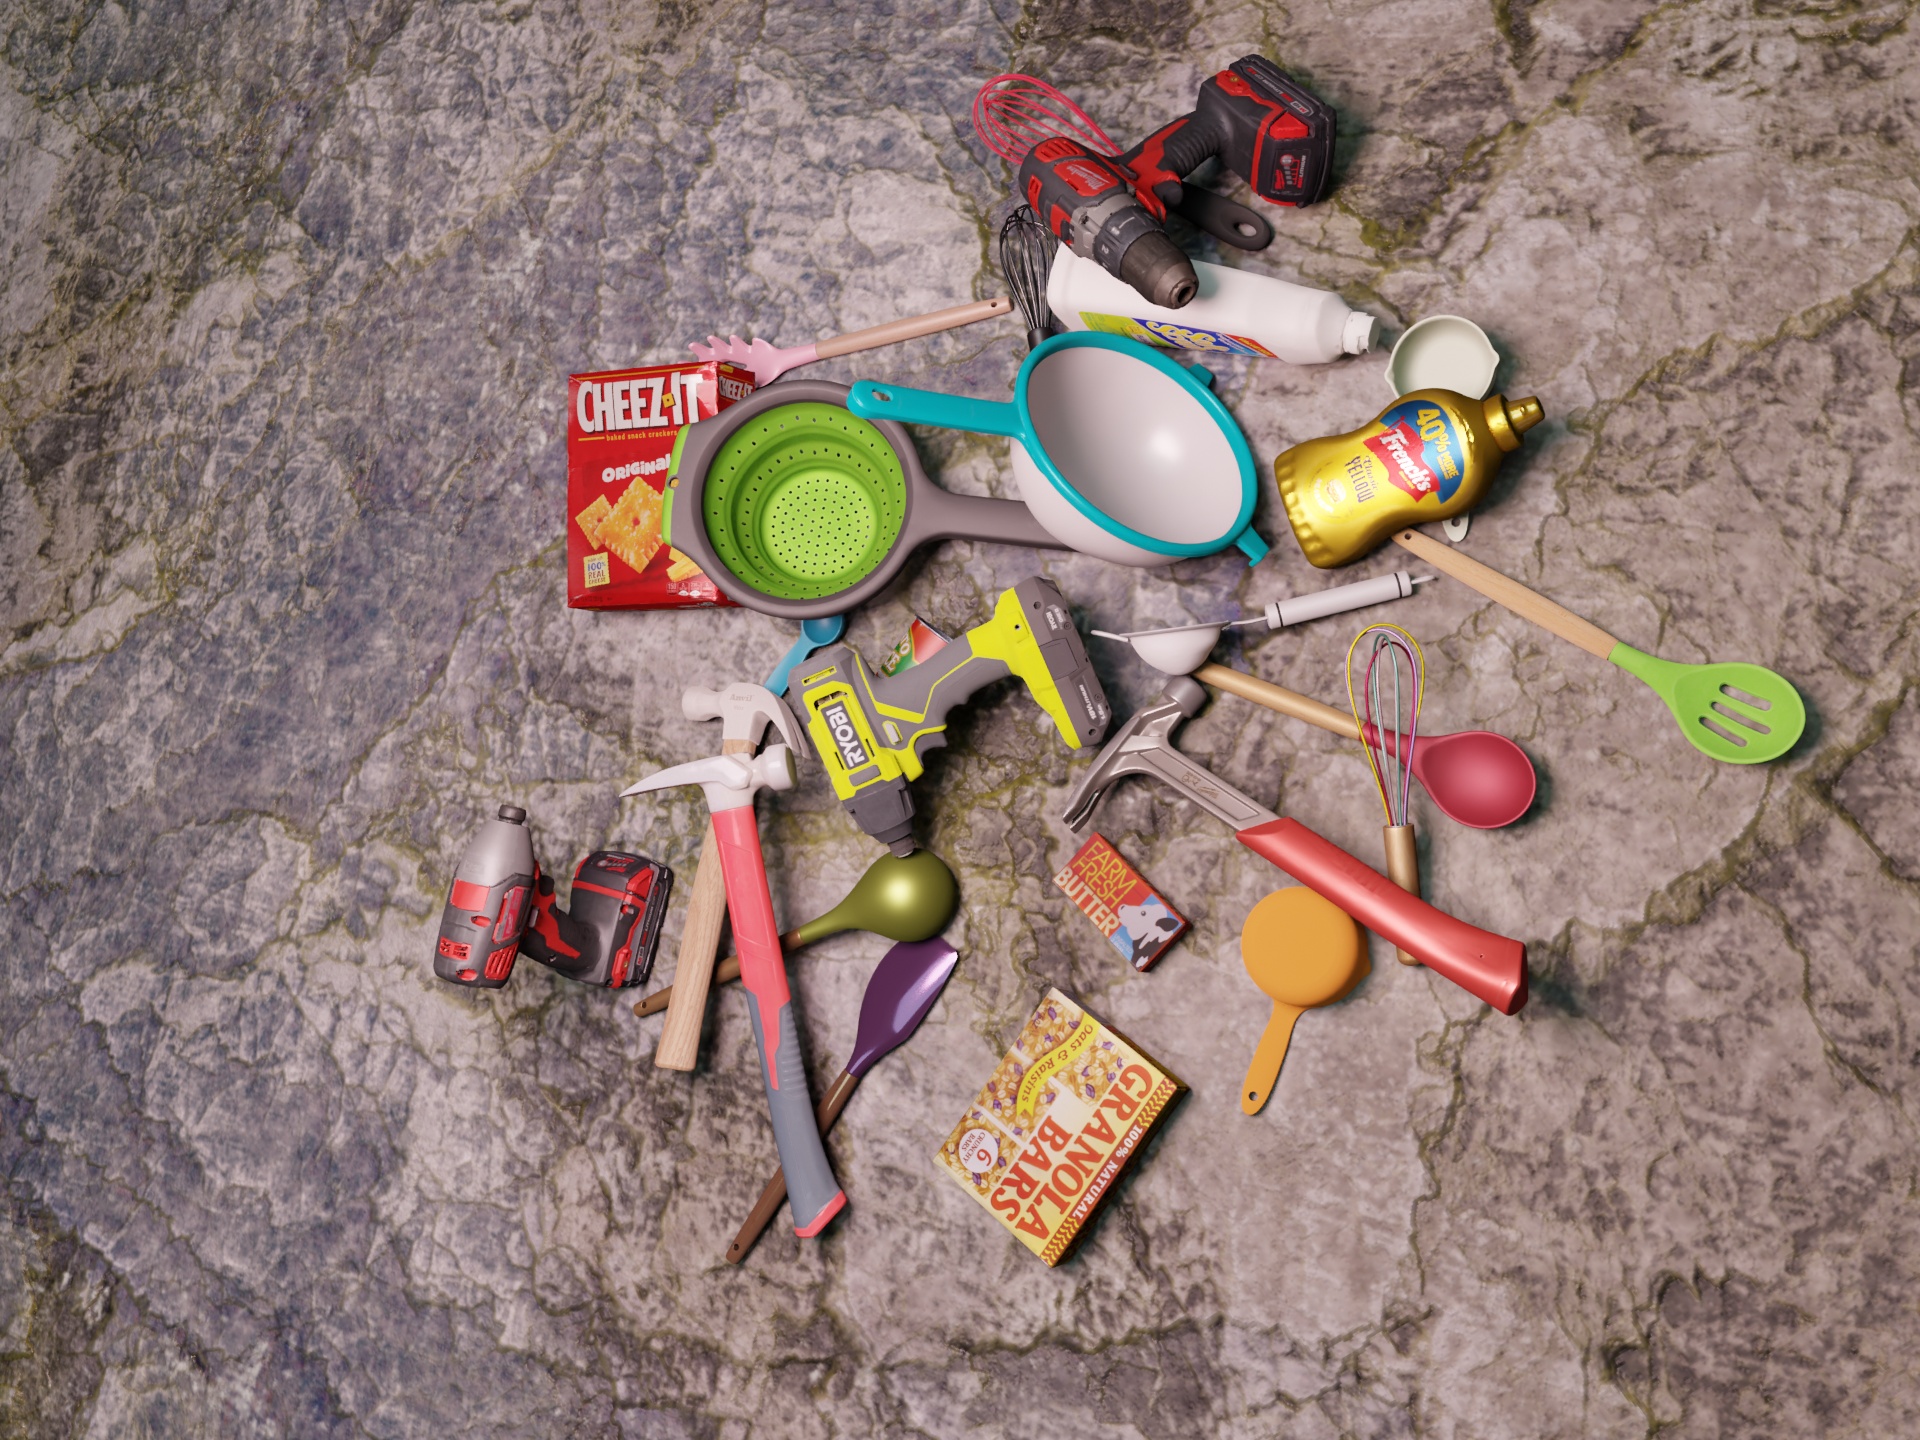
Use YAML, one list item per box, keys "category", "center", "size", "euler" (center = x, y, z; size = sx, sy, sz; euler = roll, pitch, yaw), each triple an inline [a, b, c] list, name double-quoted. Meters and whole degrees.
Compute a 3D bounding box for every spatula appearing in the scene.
- category: "spatula"
  center: [-0.103, 0.307, 1.294]
  size: [0.060, 0.018, 0.316]
  euler: [33, 92, 29]

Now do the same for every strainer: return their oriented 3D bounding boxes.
- category: "strainer"
  center: [0.230, -0.075, 1.205]
  size: [0.258, 0.087, 0.050]
  euler: [-14, 90, 9]
- category: "strainer"
  center: [0.061, -0.196, 1.202]
  size: [0.095, 0.340, 0.211]
  euler: [-50, 43, 50]

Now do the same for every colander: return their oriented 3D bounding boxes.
- category: "colander"
  center: [-0.046, -0.167, 1.341]
  size: [0.397, 0.094, 0.204]
  euler: [7, 81, 6]

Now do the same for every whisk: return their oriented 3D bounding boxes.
- category: "whisk"
  center: [0.312, 0.053, 1.128]
  size: [0.047, 0.051, 0.245]
  euler: [-8, 93, -17]
- category: "whisk"
  center: [0.132, -0.464, 1.335]
  size: [0.296, 0.073, 0.073]
  euler: [33, 93, 19]
- category: "whisk"
  center: [0.070, -0.326, 1.339]
  size: [0.055, 0.055, 0.239]
  euler: [-13, 78, 20]

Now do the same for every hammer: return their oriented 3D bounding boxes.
- category: "hammer"
  center: [-0.169, 0.221, 1.275]
  size: [0.143, 0.038, 0.386]
  euler: [-12, 87, 8]
- category: "hammer"
  center: [-0.206, 0.128, 1.343]
  size: [0.130, 0.031, 0.331]
  euler: [1, 73, 30]
- category: "hammer"
  center: [0.238, 0.102, 1.130]
  size: [0.359, 0.036, 0.149]
  euler: [36, 83, 37]

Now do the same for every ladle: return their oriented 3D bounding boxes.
- category: "ladle"
  center: [0.276, 0.000, 1.190]
  size: [0.316, 0.031, 0.069]
  euler: [24, 94, 27]
- category: "ladle"
  center: [-0.144, 0.190, 1.331]
  size: [0.320, 0.062, 0.078]
  euler: [-27, 66, 24]

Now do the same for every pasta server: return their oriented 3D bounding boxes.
- category: "pasta server"
  center: [-0.105, -0.337, 1.419]
  size: [0.316, 0.040, 0.060]
  euler: [-9, 88, 20]

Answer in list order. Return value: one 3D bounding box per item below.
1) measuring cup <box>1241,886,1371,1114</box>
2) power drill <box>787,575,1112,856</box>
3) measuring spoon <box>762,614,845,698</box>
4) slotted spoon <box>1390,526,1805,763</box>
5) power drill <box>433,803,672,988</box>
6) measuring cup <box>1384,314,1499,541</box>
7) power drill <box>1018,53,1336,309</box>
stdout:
- category: "measuring cup"
  center: [0.233, 0.203, 1.151]
  size: [0.095, 0.052, 0.173]
  euler: [19, 85, 25]
- category: "power drill"
  center: [-0.002, -0.004, 1.244]
  size: [0.223, 0.080, 0.171]
  euler: [-23, 99, 5]
- category: "measuring spoon"
  center: [-0.140, -0.051, 1.390]
  size: [0.042, 0.021, 0.128]
  euler: [45, 107, 25]
- category: "slotted spoon"
  center: [0.443, -0.064, 1.132]
  size: [0.314, 0.031, 0.070]
  euler: [35, 94, 27]
- category: "power drill"
  center: [-0.336, 0.151, 1.315]
  size: [0.078, 0.219, 0.143]
  euler: [10, 83, 24]
- category: "measuring cup"
  center: [0.369, -0.218, 1.197]
  size: [0.083, 0.038, 0.167]
  euler: [-5, 94, 26]
- category: "power drill"
  center: [0.181, -0.410, 1.225]
  size: [0.226, 0.080, 0.188]
  euler: [-28, 58, -16]
